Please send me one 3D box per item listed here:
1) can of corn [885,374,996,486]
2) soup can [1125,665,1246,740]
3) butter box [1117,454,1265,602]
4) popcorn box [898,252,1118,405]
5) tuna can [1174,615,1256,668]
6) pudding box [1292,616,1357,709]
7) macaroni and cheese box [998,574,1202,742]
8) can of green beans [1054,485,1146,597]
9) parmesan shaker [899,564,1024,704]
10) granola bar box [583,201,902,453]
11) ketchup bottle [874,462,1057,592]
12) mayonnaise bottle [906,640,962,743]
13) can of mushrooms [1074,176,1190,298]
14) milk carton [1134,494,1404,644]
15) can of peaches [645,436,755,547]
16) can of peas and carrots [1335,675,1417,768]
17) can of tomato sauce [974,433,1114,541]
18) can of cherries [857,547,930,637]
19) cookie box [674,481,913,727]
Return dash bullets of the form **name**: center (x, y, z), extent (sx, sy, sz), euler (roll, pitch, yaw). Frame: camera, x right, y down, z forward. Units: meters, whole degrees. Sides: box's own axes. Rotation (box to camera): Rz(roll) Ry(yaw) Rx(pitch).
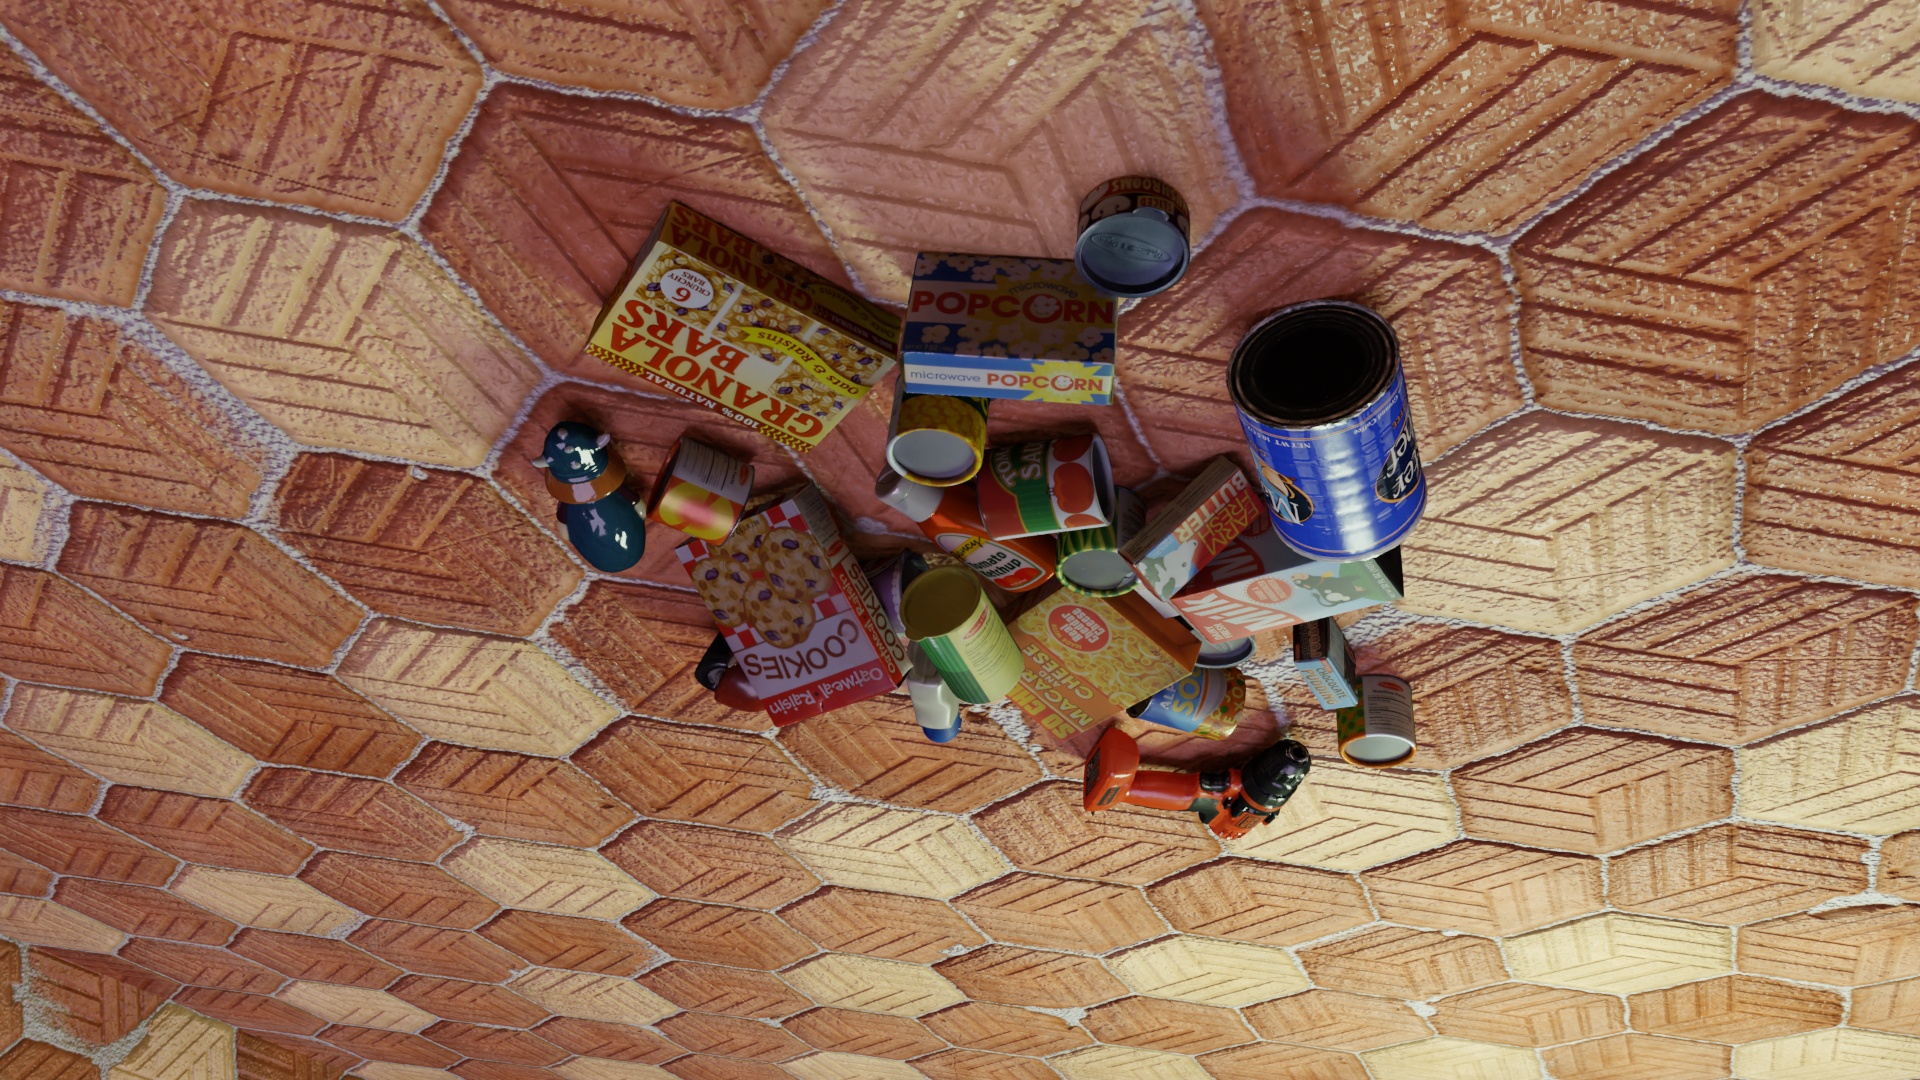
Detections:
- **can of corn**: center (-0.012, -0.078, 0.934), extent (0.071, 0.058, 0.070), euler (5, 145, 3)
- **soup can**: center (0.192, 0.128, 1.181), extent (0.084, 0.072, 0.071), euler (16, 143, -14)
- **butter box**: center (0.165, -0.008, 0.983), extent (0.103, 0.024, 0.053), euler (-43, 132, -1)
- **popcorn box**: center (0.031, -0.128, 0.834), extent (0.127, 0.085, 0.038), euler (4, 144, 4)
- **tuna can**: center (0.205, 0.075, 1.134), extent (0.071, 0.033, 0.070), euler (4, 144, 3)
- **pudding box**: center (0.299, 0.098, 1.136), extent (0.030, 0.050, 0.083), euler (-13, 140, 27)
- **macaroni and cheese box**: center (0.096, 0.090, 1.139), extent (0.123, 0.040, 0.165), euler (40, 137, -11)
- **can of green beans**: center (0.104, 0.001, 1.026), extent (0.071, 0.058, 0.071), euler (5, 145, 3)
- **parmesan shaker**: center (0.000, 0.076, 1.080), extent (0.071, 0.072, 0.102), euler (-8, 140, 20)
- **granola bar box**: center (-0.140, -0.132, 0.896), extent (0.165, 0.039, 0.123), euler (25, 140, -24)
- **ketchup bottle**: center (0.004, -0.013, 1.036), extent (0.148, 0.044, 0.064), euler (32, 145, -30)
- **mayonnaise bottle**: center (-0.022, 0.135, 1.234), extent (0.041, 0.065, 0.147), euler (6, 148, 7)
- **can of mushrooms**: center (0.100, -0.176, 0.800), extent (0.071, 0.033, 0.070), euler (5, 145, 4)
- **milk carton**: center (0.218, 0.019, 1.018), extent (0.190, 0.074, 0.072), euler (-18, 138, 31)
- **can of peaches**: center (-0.192, -0.034, 1.017), extent (0.058, 0.071, 0.071), euler (24, 141, -21)
- **can of peas and carrots**: center (0.359, 0.159, 1.204), extent (0.071, 0.059, 0.070), euler (5, 144, 4)
- **can of tomato sauce**: center (0.059, -0.039, 0.971), extent (0.083, 0.071, 0.071), euler (-8, 142, 18)
- **can of cherries**: center (-0.059, 0.043, 1.110), extent (0.058, 0.072, 0.071), euler (-9, 142, 23)
- **cookie box**: center (-0.129, 0.053, 1.077), extent (0.122, 0.040, 0.167), euler (-21, 103, 29)
